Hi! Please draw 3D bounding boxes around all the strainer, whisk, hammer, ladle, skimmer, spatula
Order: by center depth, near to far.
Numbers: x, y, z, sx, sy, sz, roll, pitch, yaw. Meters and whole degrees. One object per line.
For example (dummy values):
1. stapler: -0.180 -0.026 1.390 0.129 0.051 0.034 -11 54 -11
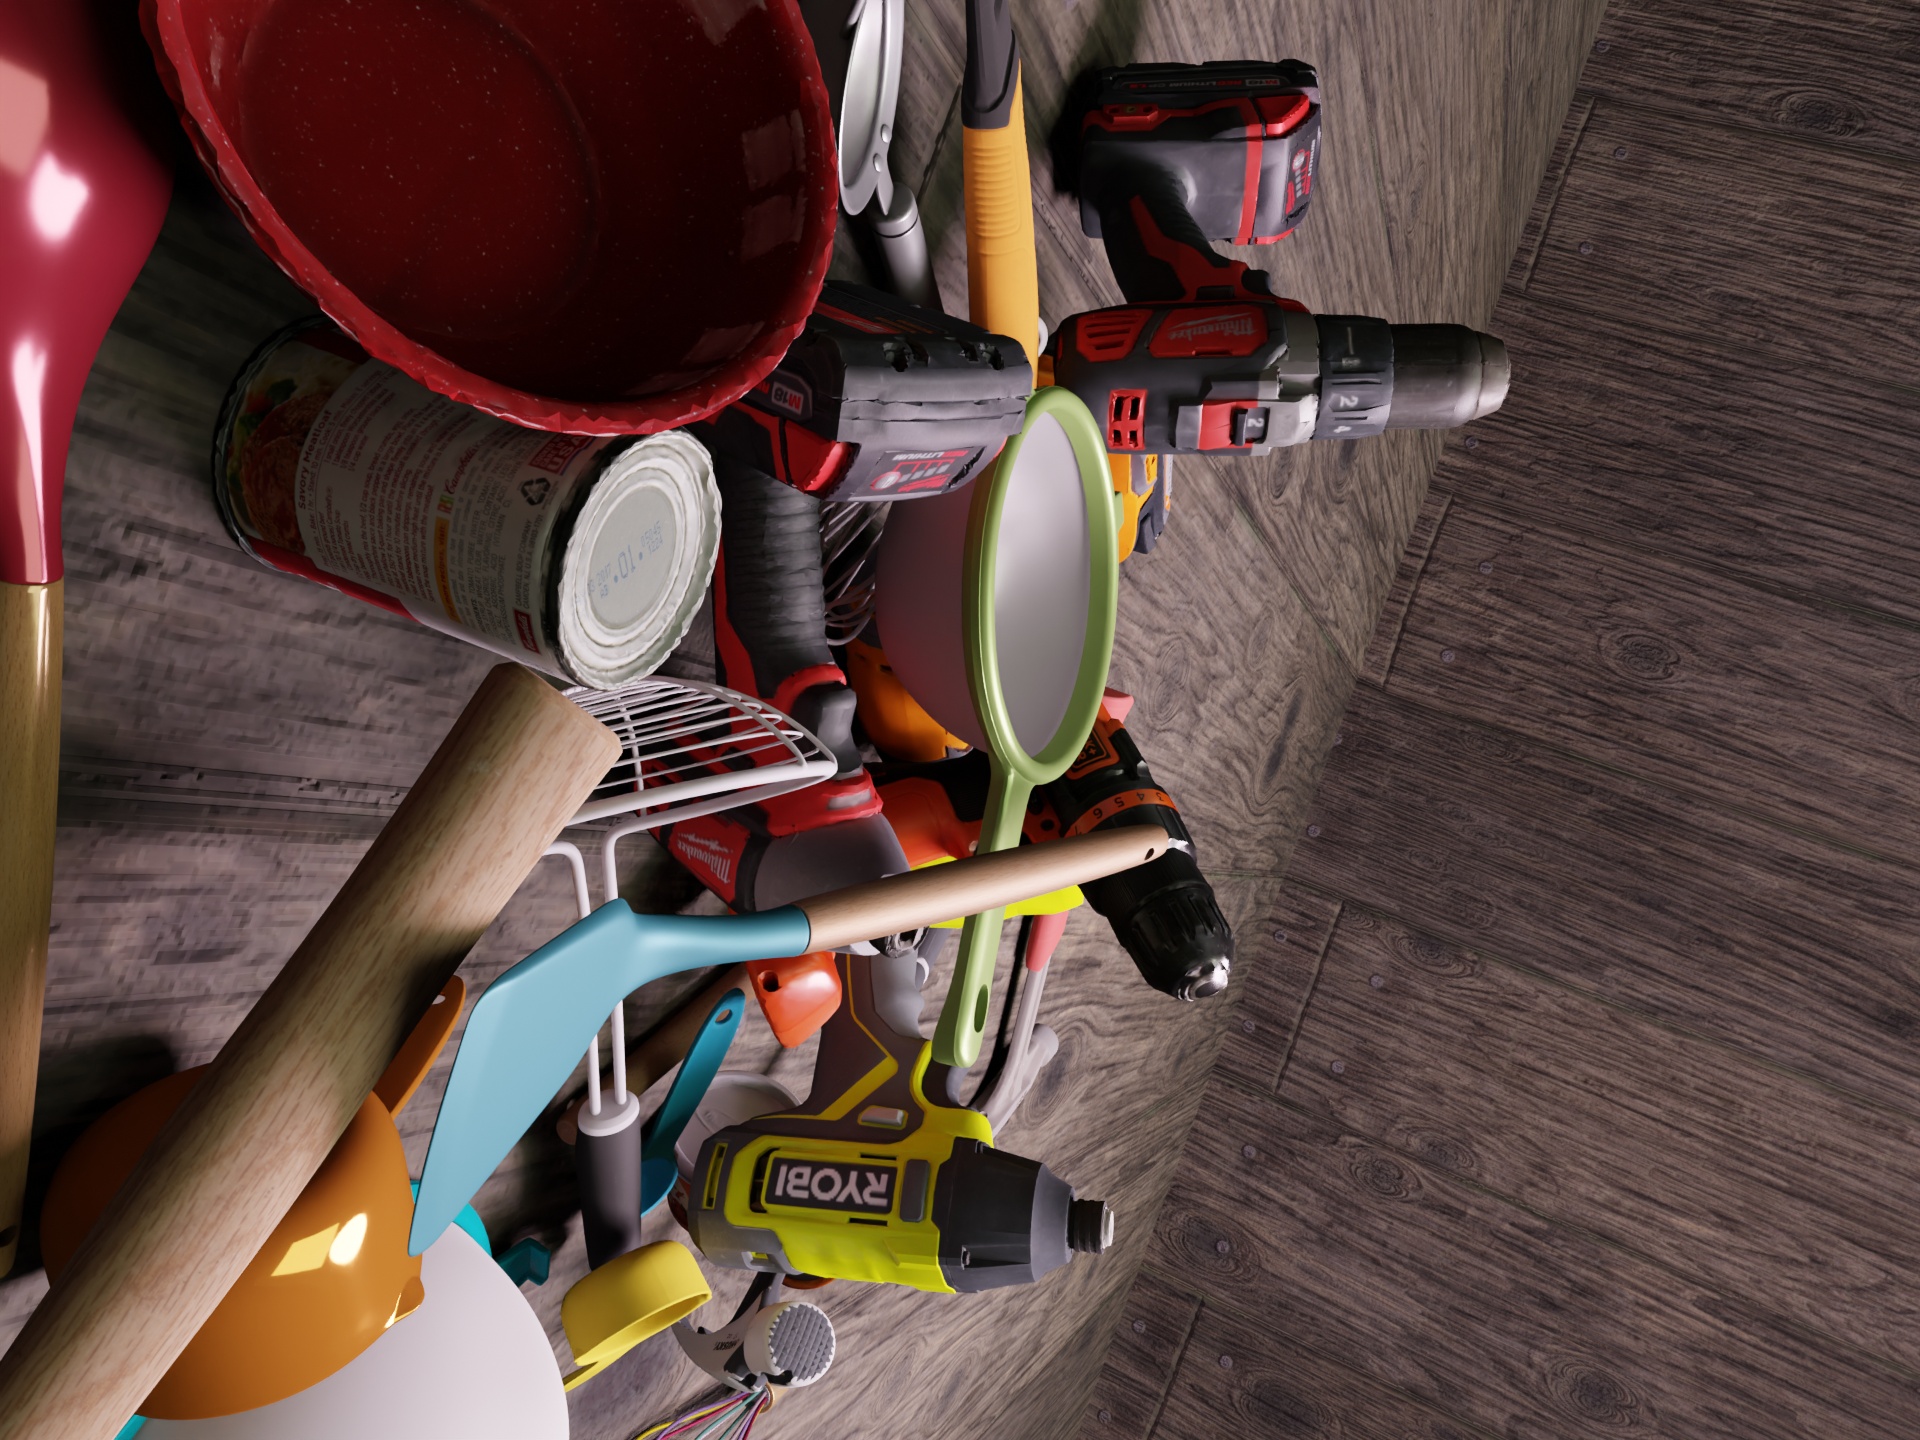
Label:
1. ladle: -0.202 -0.007 0.337 0.069 0.031 0.315 -28 136 -61
2. hammer: -0.180 0.131 0.342 0.129 0.031 0.331 40 80 -34
3. strainer: -0.207 0.243 0.465 0.211 0.095 0.340 -63 161 -18
4. spatula: -0.025 0.066 0.476 0.317 0.044 0.082 -8 128 -48
5. skimmer: -0.115 0.122 0.543 0.127 0.090 0.363 -13 136 -23
6. strainer: -0.029 -0.193 0.589 0.258 0.050 0.087 65 36 -71
7. hammer: 0.014 -0.220 0.599 0.127 0.034 0.336 -68 160 -47
8. strainer: -0.001 -0.002 0.605 0.151 0.069 0.256 36 62 -64
9. whisk: -0.014 -0.117 0.700 0.057 0.059 0.246 61 41 -29
10. hammer: -0.039 0.158 0.856 0.149 0.036 0.409 -34 -156 52
11. whisk: -0.127 0.394 0.915 0.245 0.047 0.051 1 107 -74
12. hammer: 0.065 0.140 1.178 0.149 0.037 0.359 -35 142 -58

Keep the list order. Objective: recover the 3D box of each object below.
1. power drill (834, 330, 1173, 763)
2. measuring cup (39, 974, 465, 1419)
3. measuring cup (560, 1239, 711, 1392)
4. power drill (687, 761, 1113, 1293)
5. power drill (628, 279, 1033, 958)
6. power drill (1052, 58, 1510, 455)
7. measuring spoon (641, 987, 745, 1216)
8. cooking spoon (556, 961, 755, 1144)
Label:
1. power drill: 0.023 -0.071 0.796 0.226 0.084 0.164 -53 155 -29
2. measuring cup: -0.182 0.107 0.447 0.174 0.095 0.052 -74 166 -61
3. measuring cup: -0.155 0.254 0.662 0.062 0.029 0.156 -11 154 -41
4. power drill: -0.012 0.133 0.700 0.080 0.171 0.223 73 22 -54
5. power drill: -0.050 -0.029 0.540 0.078 0.143 0.219 -11 121 -40
6. power drill: 0.136 -0.205 0.718 0.080 0.188 0.227 85 6 -50
7. measuring spoon: -0.126 0.161 0.677 0.042 0.021 0.128 8 115 -51
8. cooking spoon: -0.086 0.111 0.767 0.319 0.017 0.068 -37 145 -56
